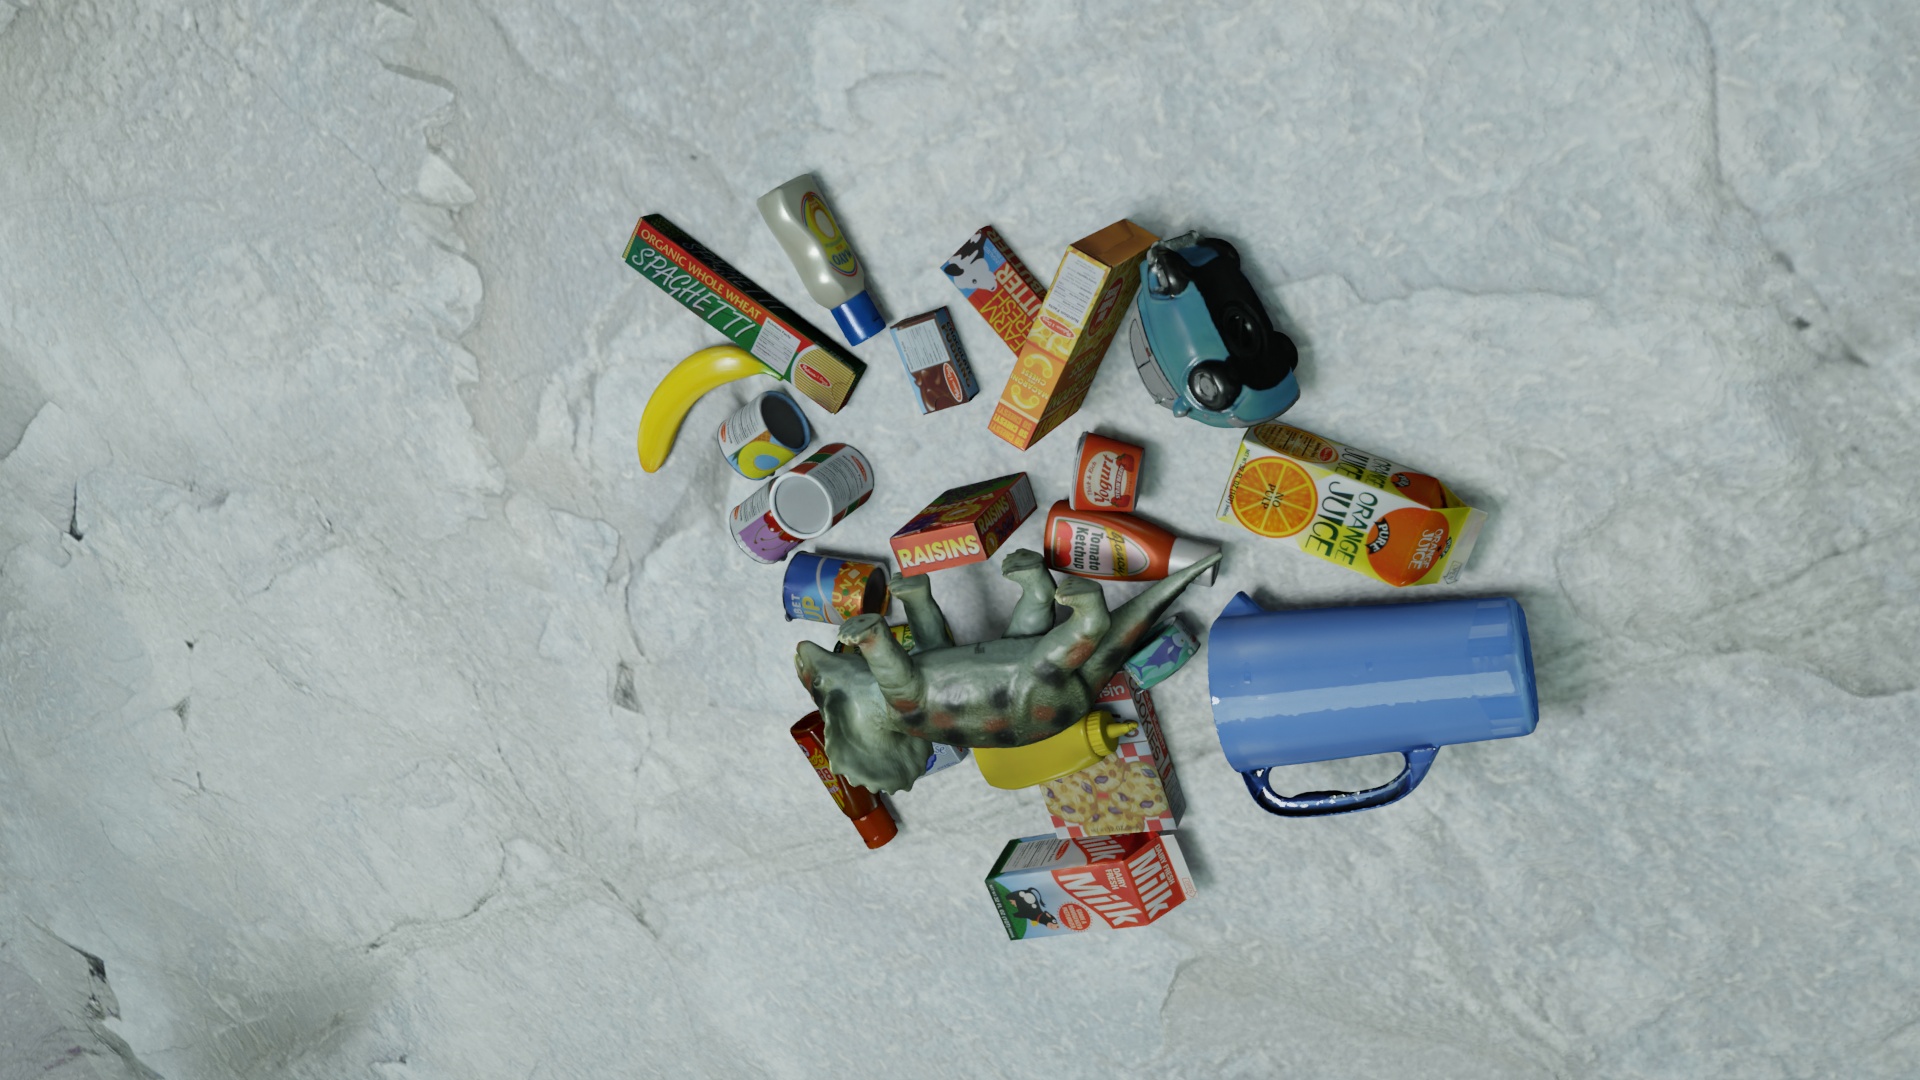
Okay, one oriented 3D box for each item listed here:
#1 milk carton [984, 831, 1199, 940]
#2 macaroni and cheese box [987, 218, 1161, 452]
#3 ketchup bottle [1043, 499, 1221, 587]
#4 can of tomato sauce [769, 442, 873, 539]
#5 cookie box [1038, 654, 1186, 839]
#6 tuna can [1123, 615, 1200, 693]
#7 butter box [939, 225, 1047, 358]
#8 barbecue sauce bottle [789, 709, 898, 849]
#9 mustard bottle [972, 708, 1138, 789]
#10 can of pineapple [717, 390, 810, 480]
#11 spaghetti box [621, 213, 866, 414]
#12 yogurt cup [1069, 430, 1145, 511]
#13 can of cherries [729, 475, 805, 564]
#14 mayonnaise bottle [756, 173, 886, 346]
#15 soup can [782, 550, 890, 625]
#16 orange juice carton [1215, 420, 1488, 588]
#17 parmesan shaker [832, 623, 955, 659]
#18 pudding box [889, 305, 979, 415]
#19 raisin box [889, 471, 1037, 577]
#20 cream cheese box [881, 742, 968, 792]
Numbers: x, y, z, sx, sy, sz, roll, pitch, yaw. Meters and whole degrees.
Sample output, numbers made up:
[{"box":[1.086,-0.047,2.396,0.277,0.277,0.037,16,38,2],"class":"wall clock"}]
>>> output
[{"box":[0.128,0.322,1.321,0.190,0.074,0.072,-16,104,29],"class":"milk carton"},{"box":[0.090,-0.164,1.100,0.040,0.124,0.165,32,121,12],"class":"macaroni and cheese box"},{"box":[0.148,0.008,1.196,0.149,0.044,0.064,12,116,19],"class":"ketchup bottle"},{"box":[-0.128,-0.045,1.274,0.071,0.083,0.071,9,115,20],"class":"can of tomato sauce"},{"box":[0.125,0.191,1.287,0.123,0.040,0.167,-11,107,28],"class":"cookie box"},{"box":[0.171,0.099,1.209,0.071,0.071,0.033,-39,91,32],"class":"tuna can"},{"box":[0.036,-0.208,1.164,0.103,0.024,0.053,49,122,-1],"class":"butter box"},{"box":[-0.115,0.243,1.410,0.148,0.044,0.064,59,154,-10],"class":"barbecue sauce bottle"},{"box":[0.090,0.181,1.243,0.160,0.049,0.065,-16,103,29],"class":"mustard bottle"},{"box":[-0.180,-0.097,1.286,0.057,0.071,0.071,-31,97,31],"class":"can of pineapple"},{"box":[-0.198,-0.208,1.267,0.250,0.029,0.050,37,121,6],"class":"spaghetti box"},{"box":[0.124,-0.055,1.168,0.054,0.073,0.072,10,116,11],"class":"yogurt cup"},{"box":[-0.173,-0.018,1.318,0.058,0.072,0.071,-35,95,31],"class":"can of cherries"},{"box":[-0.116,-0.240,1.199,0.041,0.065,0.148,-23,105,33],"class":"mayonnaise bottle"},{"box":[-0.118,0.050,1.317,0.084,0.072,0.071,8,115,21],"class":"soup can"},{"box":[0.307,-0.026,1.092,0.193,0.073,0.071,22,118,14],"class":"orange juice carton"},{"box":[-0.064,0.117,1.321,0.103,0.071,0.071,-13,106,28],"class":"parmesan shaker"},{"box":[-0.023,-0.156,1.210,0.049,0.030,0.083,-15,105,27],"class":"pudding box"},{"box":[0.004,-0.015,1.203,0.086,0.124,0.040,-11,107,28],"class":"raisin box"},{"box":[-0.048,0.210,1.382,0.103,0.024,0.053,-27,97,31],"class":"cream cheese box"}]
